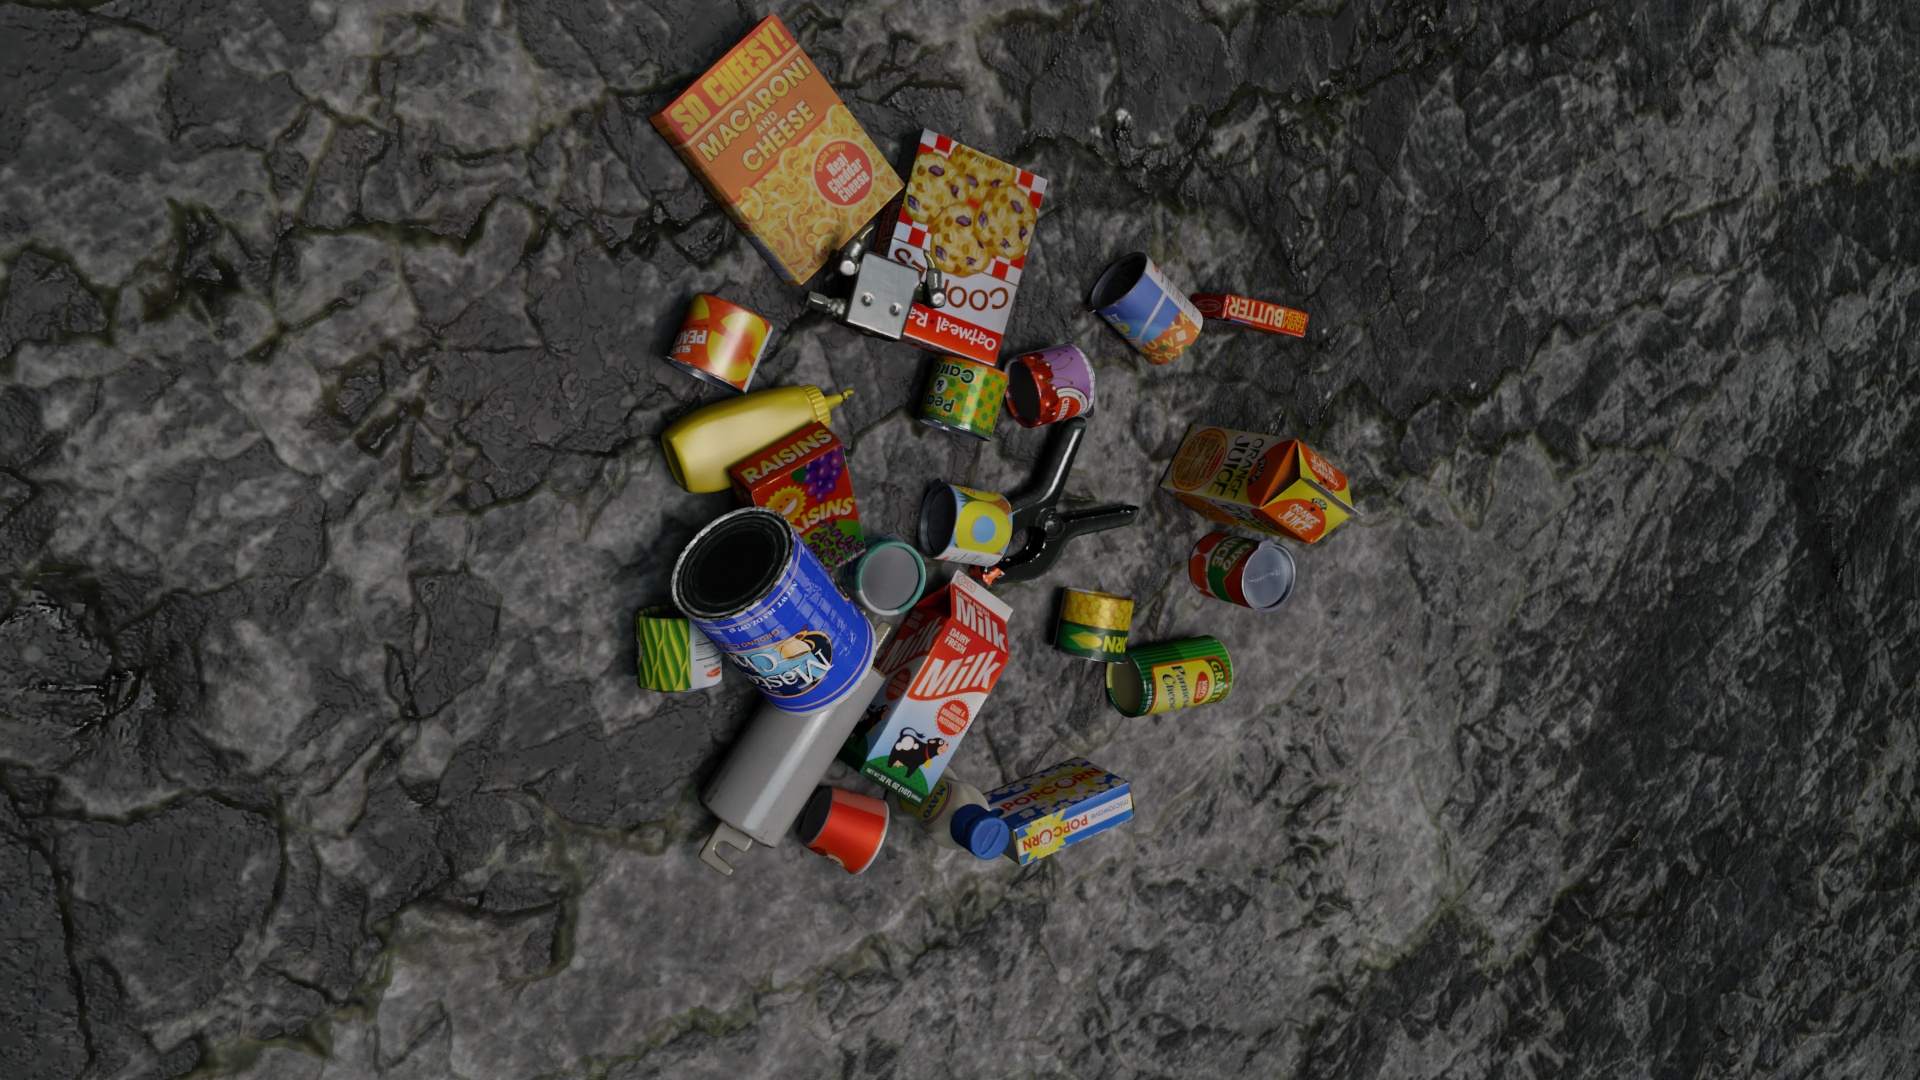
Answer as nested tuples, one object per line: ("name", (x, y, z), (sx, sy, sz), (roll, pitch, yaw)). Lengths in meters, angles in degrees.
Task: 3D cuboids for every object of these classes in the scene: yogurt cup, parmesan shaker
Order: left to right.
("yogurt cup", (-0.100, 0.244, 1.183), (0.054, 0.072, 0.072), (28, 84, -21))
("parmesan shaker", (0.198, 0.132, 1.327), (0.103, 0.071, 0.071), (-7, 101, -27))

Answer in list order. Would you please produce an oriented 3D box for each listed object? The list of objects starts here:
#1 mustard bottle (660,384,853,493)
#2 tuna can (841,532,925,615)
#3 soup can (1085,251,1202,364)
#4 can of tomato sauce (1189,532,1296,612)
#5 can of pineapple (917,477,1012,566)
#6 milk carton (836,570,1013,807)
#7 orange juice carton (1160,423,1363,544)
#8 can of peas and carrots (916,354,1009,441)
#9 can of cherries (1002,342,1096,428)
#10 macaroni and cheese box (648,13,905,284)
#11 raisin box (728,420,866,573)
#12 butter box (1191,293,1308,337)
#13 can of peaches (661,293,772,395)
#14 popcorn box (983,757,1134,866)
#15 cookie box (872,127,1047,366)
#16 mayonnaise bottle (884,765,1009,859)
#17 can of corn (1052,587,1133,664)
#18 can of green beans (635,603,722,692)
("mustard bottle", (-0.156, -0.090, 1.110), (0.161, 0.049, 0.065), (-24, 113, -24))
("tuna can", (-0.064, 0.028, 1.187), (0.071, 0.033, 0.071), (-5, 101, -28))
("soup can", (0.167, -0.208, 1.259), (0.083, 0.071, 0.071), (39, 79, -28))
("can of tomato sauce", (0.270, 0.028, 1.339), (0.071, 0.083, 0.071), (-5, 100, -28))
("can of pineapple", (0.004, -0.015, 1.199), (0.058, 0.071, 0.071), (10, 93, -30))
("milk carton", (-0.026, 0.123, 1.198), (0.072, 0.073, 0.191), (37, 80, -28))
("orange juice carton", (0.277, -0.052, 1.268), (0.072, 0.193, 0.073), (31, 84, -30))
("can of peas and carrots", (0.001, -0.122, 1.179), (0.071, 0.071, 0.058), (17, 89, -29))
("can of cherries", (0.078, -0.134, 1.218), (0.058, 0.071, 0.071), (-16, 105, -25))
("macaroni and cheese box", (-0.142, -0.304, 1.090), (0.124, 0.040, 0.166), (-47, 116, -14))
("raisin box", (-0.128, -0.024, 1.112), (0.086, 0.040, 0.122), (-30, 139, -20))
("butter box", (0.275, -0.215, 1.322), (0.103, 0.053, 0.024), (7, 97, -29))
("can of peaches", (-0.187, -0.153, 1.073), (0.071, 0.071, 0.058), (25, 85, -29))
("popcorn box", (0.083, 0.245, 1.269), (0.127, 0.085, 0.038), (-17, 106, -26))
("cookie box", (-0.008, -0.244, 1.171), (0.123, 0.040, 0.167), (16, 90, -27))
("mayonnaise bottle", (-0.010, 0.229, 1.180), (0.041, 0.148, 0.065), (37, 80, -28))
("can of corn", (0.125, 0.078, 1.275), (0.071, 0.071, 0.058), (9, 93, -29))
("can of green beans", (-0.221, 0.084, 1.091), (0.071, 0.071, 0.057), (-5, 99, -28))
